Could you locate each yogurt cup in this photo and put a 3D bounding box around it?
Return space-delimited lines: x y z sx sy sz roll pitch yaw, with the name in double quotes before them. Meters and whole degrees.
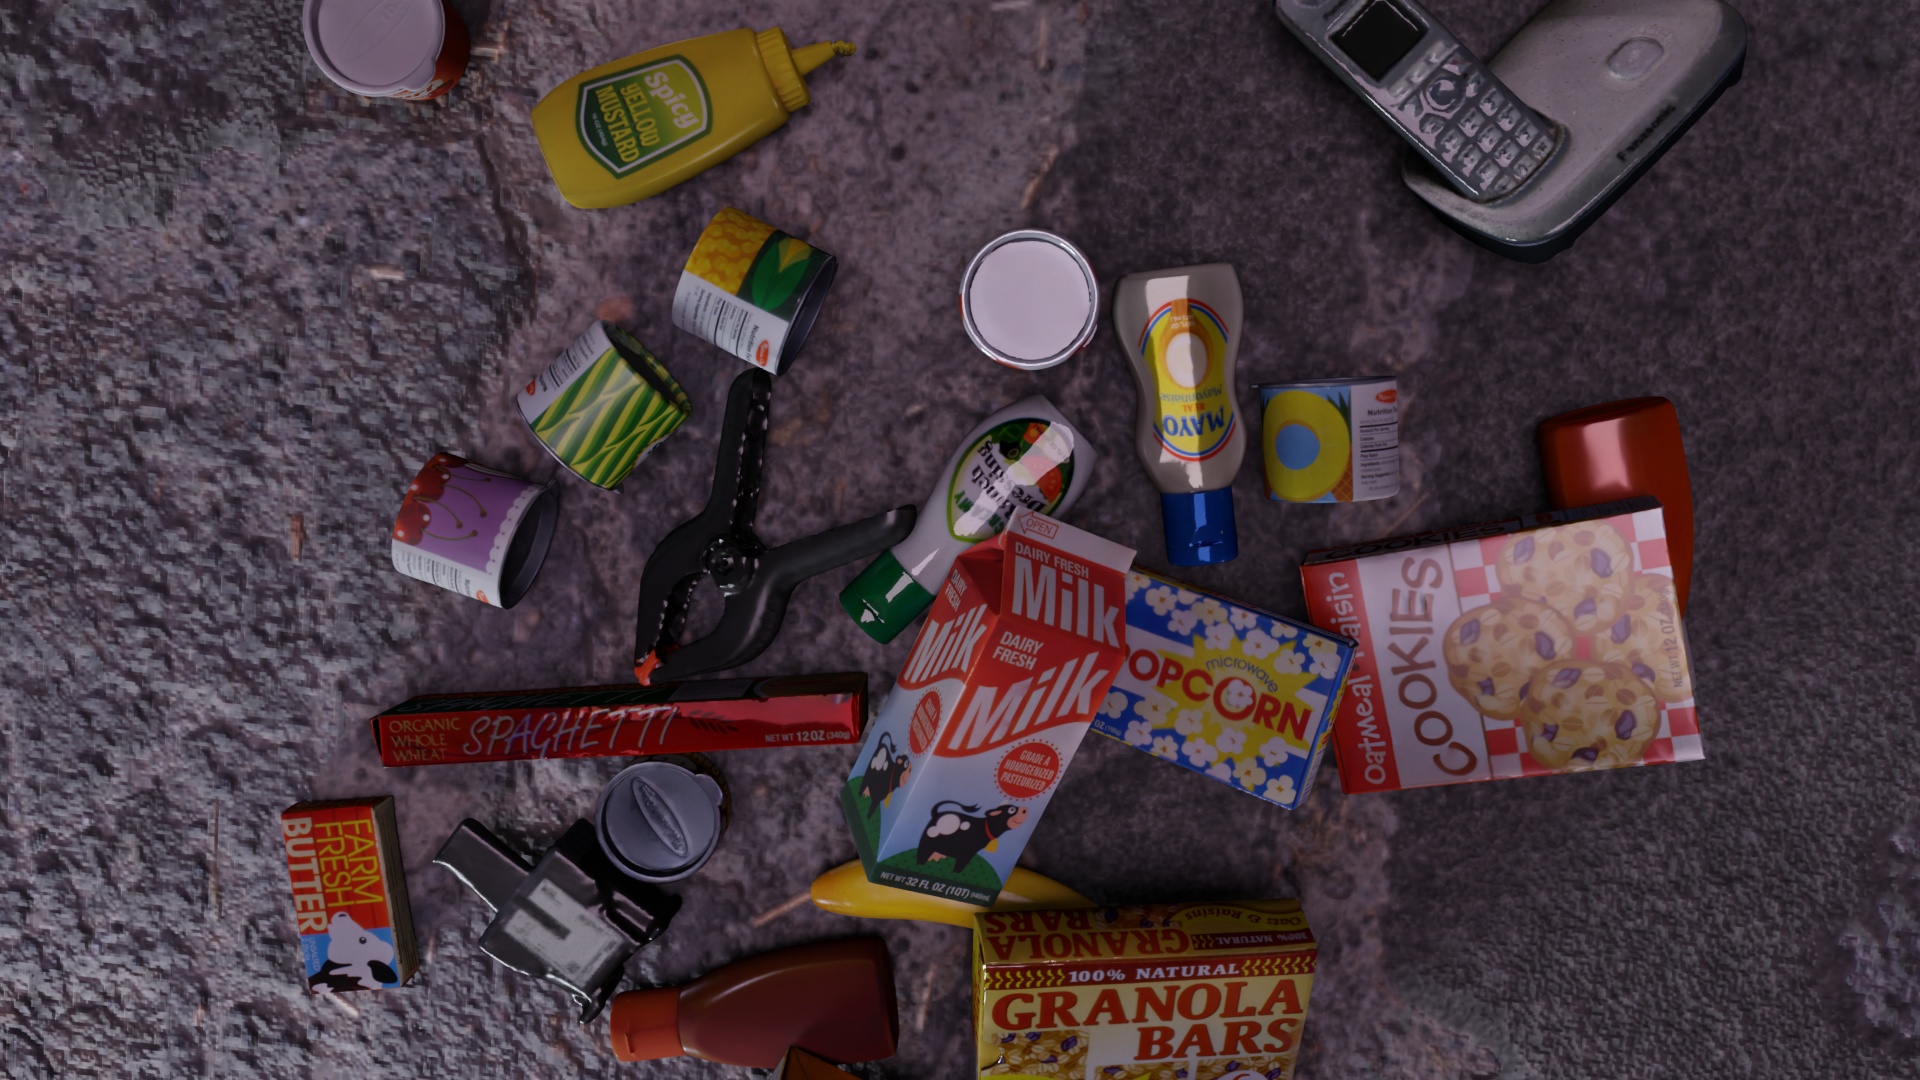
"yogurt cup" -0.277 -0.248 0.680 0.072 0.054 0.072 0 97 2

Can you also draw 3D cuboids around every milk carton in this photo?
"milk carton" 0.016 0.077 0.680 0.072 0.074 0.190 20 106 -24

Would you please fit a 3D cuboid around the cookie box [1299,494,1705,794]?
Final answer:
"cookie box" 0.263 0.054 0.685 0.167 0.040 0.122 -10 97 21

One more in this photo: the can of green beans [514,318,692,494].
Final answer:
"can of green beans" -0.177 -0.068 0.693 0.058 0.071 0.071 -42 94 6

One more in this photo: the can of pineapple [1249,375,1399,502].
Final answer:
"can of pineapple" 0.180 -0.051 0.686 0.071 0.071 0.057 -3 97 2

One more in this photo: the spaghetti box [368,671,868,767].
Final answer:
"spaghetti box" -0.173 0.092 0.721 0.250 0.050 0.028 -3 96 2

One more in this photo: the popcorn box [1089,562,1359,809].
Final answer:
"popcorn box" 0.123 0.070 0.694 0.127 0.038 0.085 20 99 22

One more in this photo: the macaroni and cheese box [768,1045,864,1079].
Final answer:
"macaroni and cheese box" -0.075 0.362 0.738 0.124 0.040 0.166 28 110 -7

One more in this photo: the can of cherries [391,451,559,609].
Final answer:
"can of cherries" -0.244 -0.008 0.704 0.058 0.071 0.071 19 98 0

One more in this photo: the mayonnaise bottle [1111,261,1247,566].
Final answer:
"mayonnaise bottle" 0.115 -0.062 0.697 0.065 0.041 0.148 -7 96 1

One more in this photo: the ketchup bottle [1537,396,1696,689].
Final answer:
"ketchup bottle" 0.337 0.005 0.698 0.065 0.043 0.148 -14 97 5

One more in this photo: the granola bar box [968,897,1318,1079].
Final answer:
"granola bar box" 0.089 0.243 0.706 0.166 0.039 0.123 -1 120 -5

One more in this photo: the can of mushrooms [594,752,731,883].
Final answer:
"can of mushrooms" -0.154 0.143 0.735 0.071 0.033 0.071 0 97 2

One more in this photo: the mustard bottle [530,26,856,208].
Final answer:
"mustard bottle" -0.127 -0.216 0.682 0.160 0.049 0.065 -22 98 4

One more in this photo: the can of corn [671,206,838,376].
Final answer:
"can of corn" -0.101 -0.125 0.685 0.058 0.071 0.071 26 97 -1

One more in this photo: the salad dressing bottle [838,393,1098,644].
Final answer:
"salad dressing bottle" 0.003 -0.009 0.706 0.147 0.044 0.064 -44 91 6

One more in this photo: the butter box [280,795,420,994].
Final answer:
"butter box" -0.330 0.191 0.751 0.053 0.024 0.103 -6 97 2

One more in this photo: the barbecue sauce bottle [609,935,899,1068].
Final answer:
"barbecue sauce bottle" -0.110 0.252 0.742 0.148 0.044 0.064 -8 101 3

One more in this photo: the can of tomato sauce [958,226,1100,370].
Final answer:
"can of tomato sauce" 0.035 -0.114 0.672 0.071 0.083 0.071 0 97 2
